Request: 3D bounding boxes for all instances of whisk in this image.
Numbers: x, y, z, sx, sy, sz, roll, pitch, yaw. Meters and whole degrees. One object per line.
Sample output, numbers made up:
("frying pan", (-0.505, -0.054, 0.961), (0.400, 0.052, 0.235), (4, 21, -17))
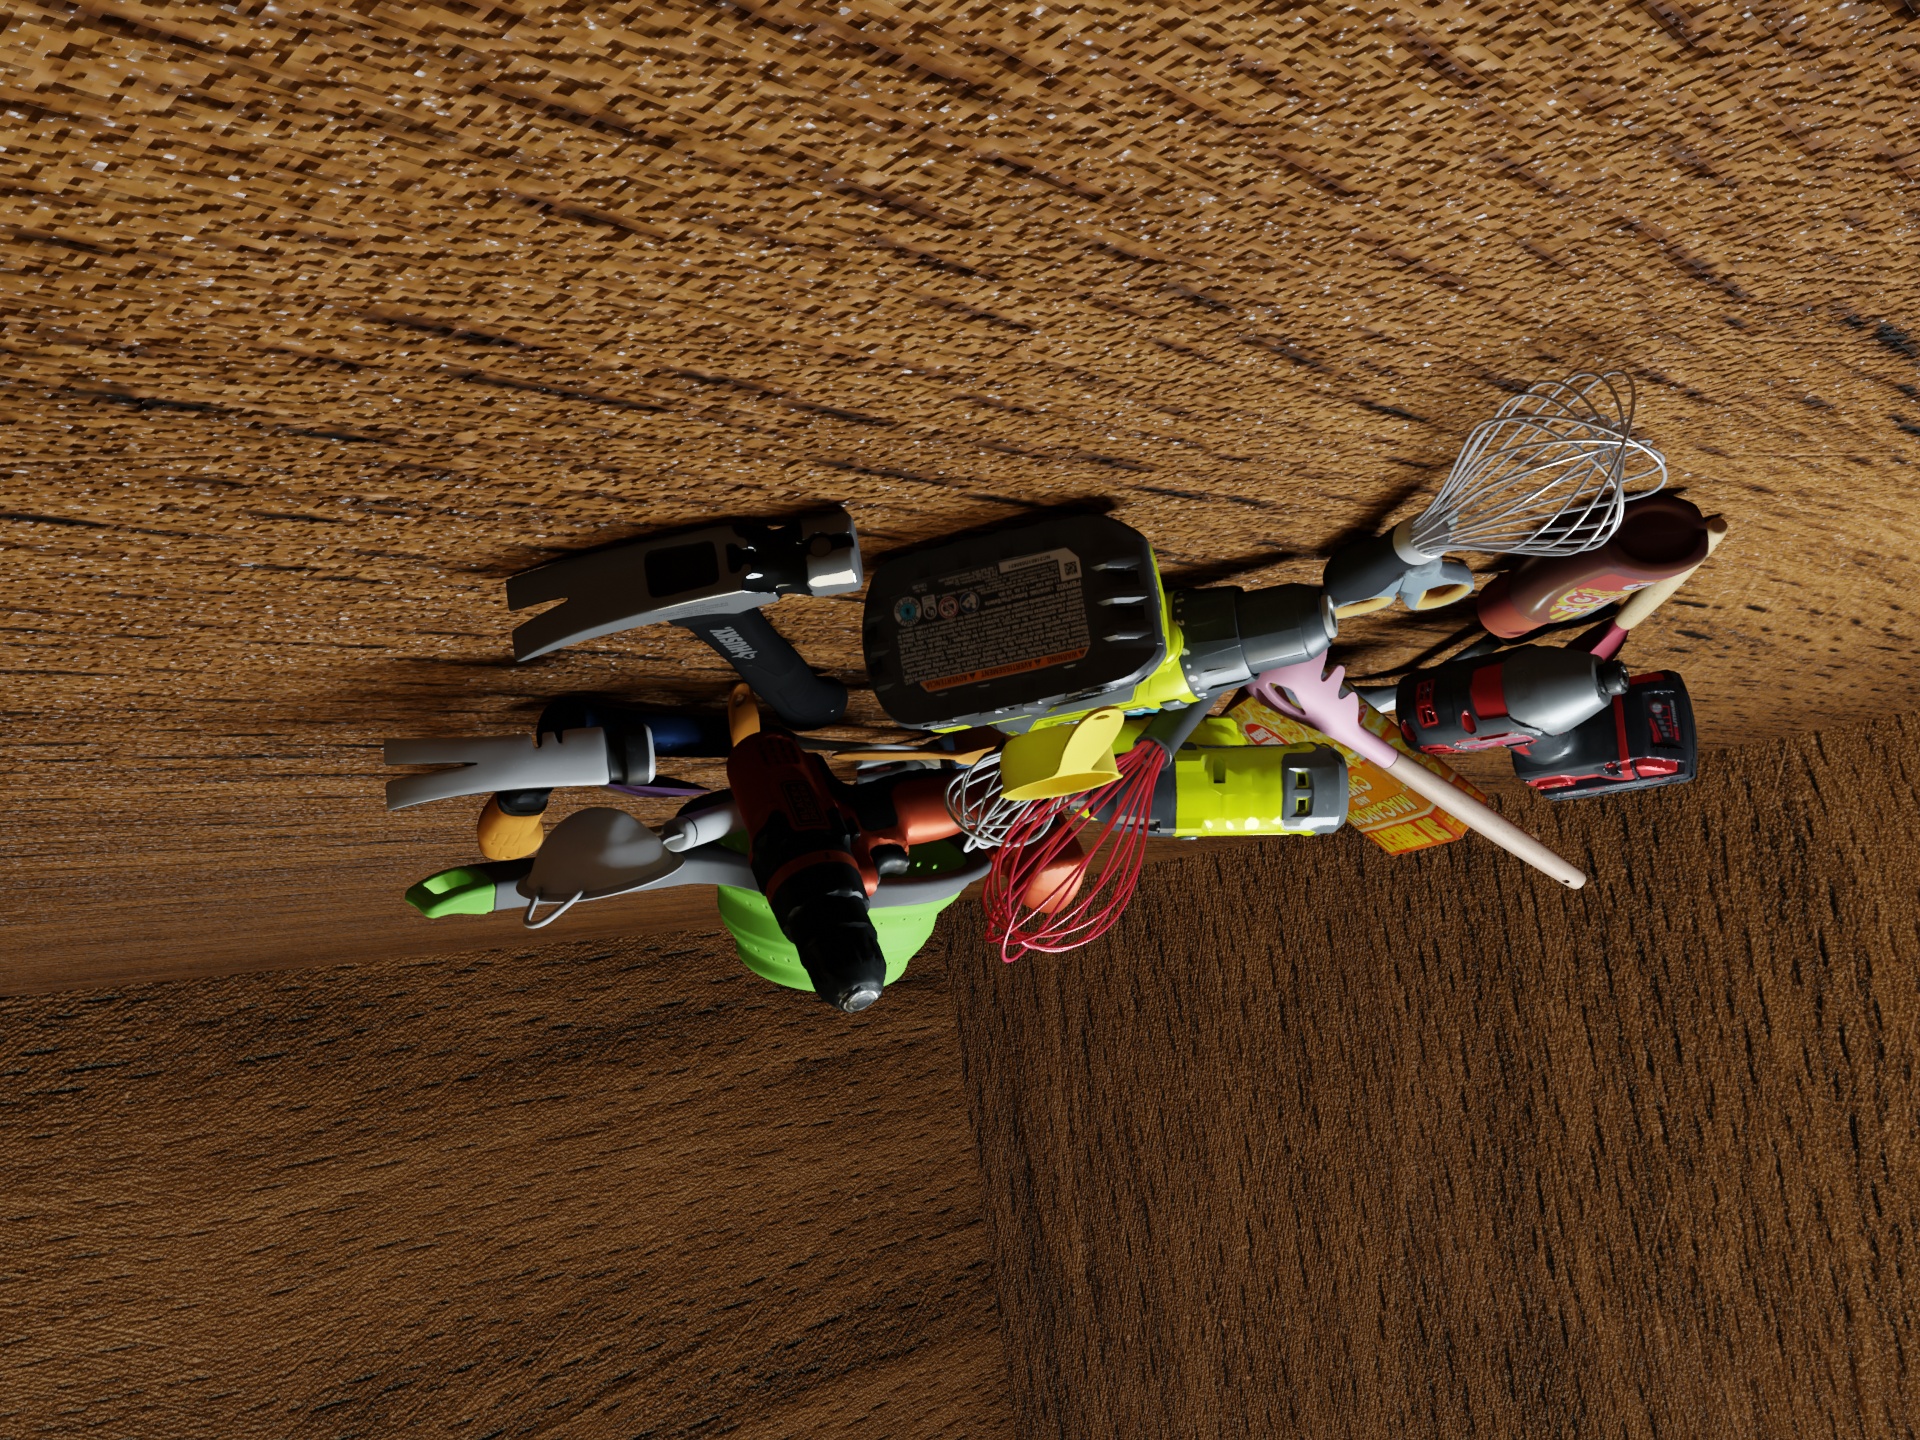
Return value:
("whisk", (0.065, 0.013, 0.935), (0.246, 0.059, 0.057), (-38, 154, -51))
("whisk", (0.216, -0.088, 0.697), (0.070, 0.070, 0.284), (-7, 176, -8))
("whisk", (0.097, 0.028, 0.867), (0.073, 0.073, 0.296), (-18, -158, 45))

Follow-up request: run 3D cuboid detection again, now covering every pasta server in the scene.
("pasta server", (0.296, 0.030, 1.022), (0.316, 0.040, 0.060), (30, 153, -22))

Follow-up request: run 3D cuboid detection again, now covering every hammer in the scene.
("hammer", (-0.117, 0.017, 1.061), (0.144, 0.035, 0.405), (-15, 169, 32))
("hammer", (-0.263, 0.050, 0.918), (0.127, 0.034, 0.337), (-4, 171, -20))
("hammer", (0.371, -0.055, 1.078), (0.149, 0.036, 0.409), (-9, 170, -6))
("hammer", (-0.105, -0.033, 0.779), (0.146, 0.035, 0.334), (-10, 171, 2))

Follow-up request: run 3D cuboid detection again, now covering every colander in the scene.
("colander", (-0.143, 0.116, 0.961), (0.397, 0.094, 0.205), (-4, -163, -44))

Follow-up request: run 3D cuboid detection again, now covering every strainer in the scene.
("strainer", (-0.162, 0.062, 0.883), (0.087, 0.050, 0.258), (-2, -175, 22))

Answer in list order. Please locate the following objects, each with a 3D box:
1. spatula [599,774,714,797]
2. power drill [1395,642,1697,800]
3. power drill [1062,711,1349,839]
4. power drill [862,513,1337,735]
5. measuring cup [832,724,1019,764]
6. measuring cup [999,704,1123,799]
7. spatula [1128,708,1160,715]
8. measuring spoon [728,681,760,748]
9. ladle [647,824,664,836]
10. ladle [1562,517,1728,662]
("spatula", (-0.212, 0.042, 1.027), (0.059, 0.018, 0.316), (4, 177, -18))
("power drill", (0.403, -0.003, 1.063), (0.143, 0.079, 0.219), (-14, 162, 41))
("power drill", (0.141, 0.039, 1.061), (0.171, 0.080, 0.223), (-1, -178, -5))
("power drill", (0.072, -0.040, 0.773), (0.190, 0.080, 0.228), (-11, 173, 23))
("measuring cup", (-0.002, -0.003, 1.001), (0.173, 0.052, 0.095), (-2, 169, -25))
("measuring cup", (0.052, 0.006, 0.731), (0.062, 0.029, 0.156), (-9, 165, -8))
("spatula", (0.034, 0.032, 1.339), (0.317, 0.044, 0.082), (-10, 172, 39))
("measuring spoon", (-0.131, 0.016, 0.960), (0.021, 0.011, 0.116), (-38, 149, -30))
("ladle", (-0.097, 0.080, 1.179), (0.320, 0.062, 0.078), (-8, 168, 11))
("ladle", (0.436, -0.074, 1.025), (0.069, 0.031, 0.315), (-42, 166, -2))
